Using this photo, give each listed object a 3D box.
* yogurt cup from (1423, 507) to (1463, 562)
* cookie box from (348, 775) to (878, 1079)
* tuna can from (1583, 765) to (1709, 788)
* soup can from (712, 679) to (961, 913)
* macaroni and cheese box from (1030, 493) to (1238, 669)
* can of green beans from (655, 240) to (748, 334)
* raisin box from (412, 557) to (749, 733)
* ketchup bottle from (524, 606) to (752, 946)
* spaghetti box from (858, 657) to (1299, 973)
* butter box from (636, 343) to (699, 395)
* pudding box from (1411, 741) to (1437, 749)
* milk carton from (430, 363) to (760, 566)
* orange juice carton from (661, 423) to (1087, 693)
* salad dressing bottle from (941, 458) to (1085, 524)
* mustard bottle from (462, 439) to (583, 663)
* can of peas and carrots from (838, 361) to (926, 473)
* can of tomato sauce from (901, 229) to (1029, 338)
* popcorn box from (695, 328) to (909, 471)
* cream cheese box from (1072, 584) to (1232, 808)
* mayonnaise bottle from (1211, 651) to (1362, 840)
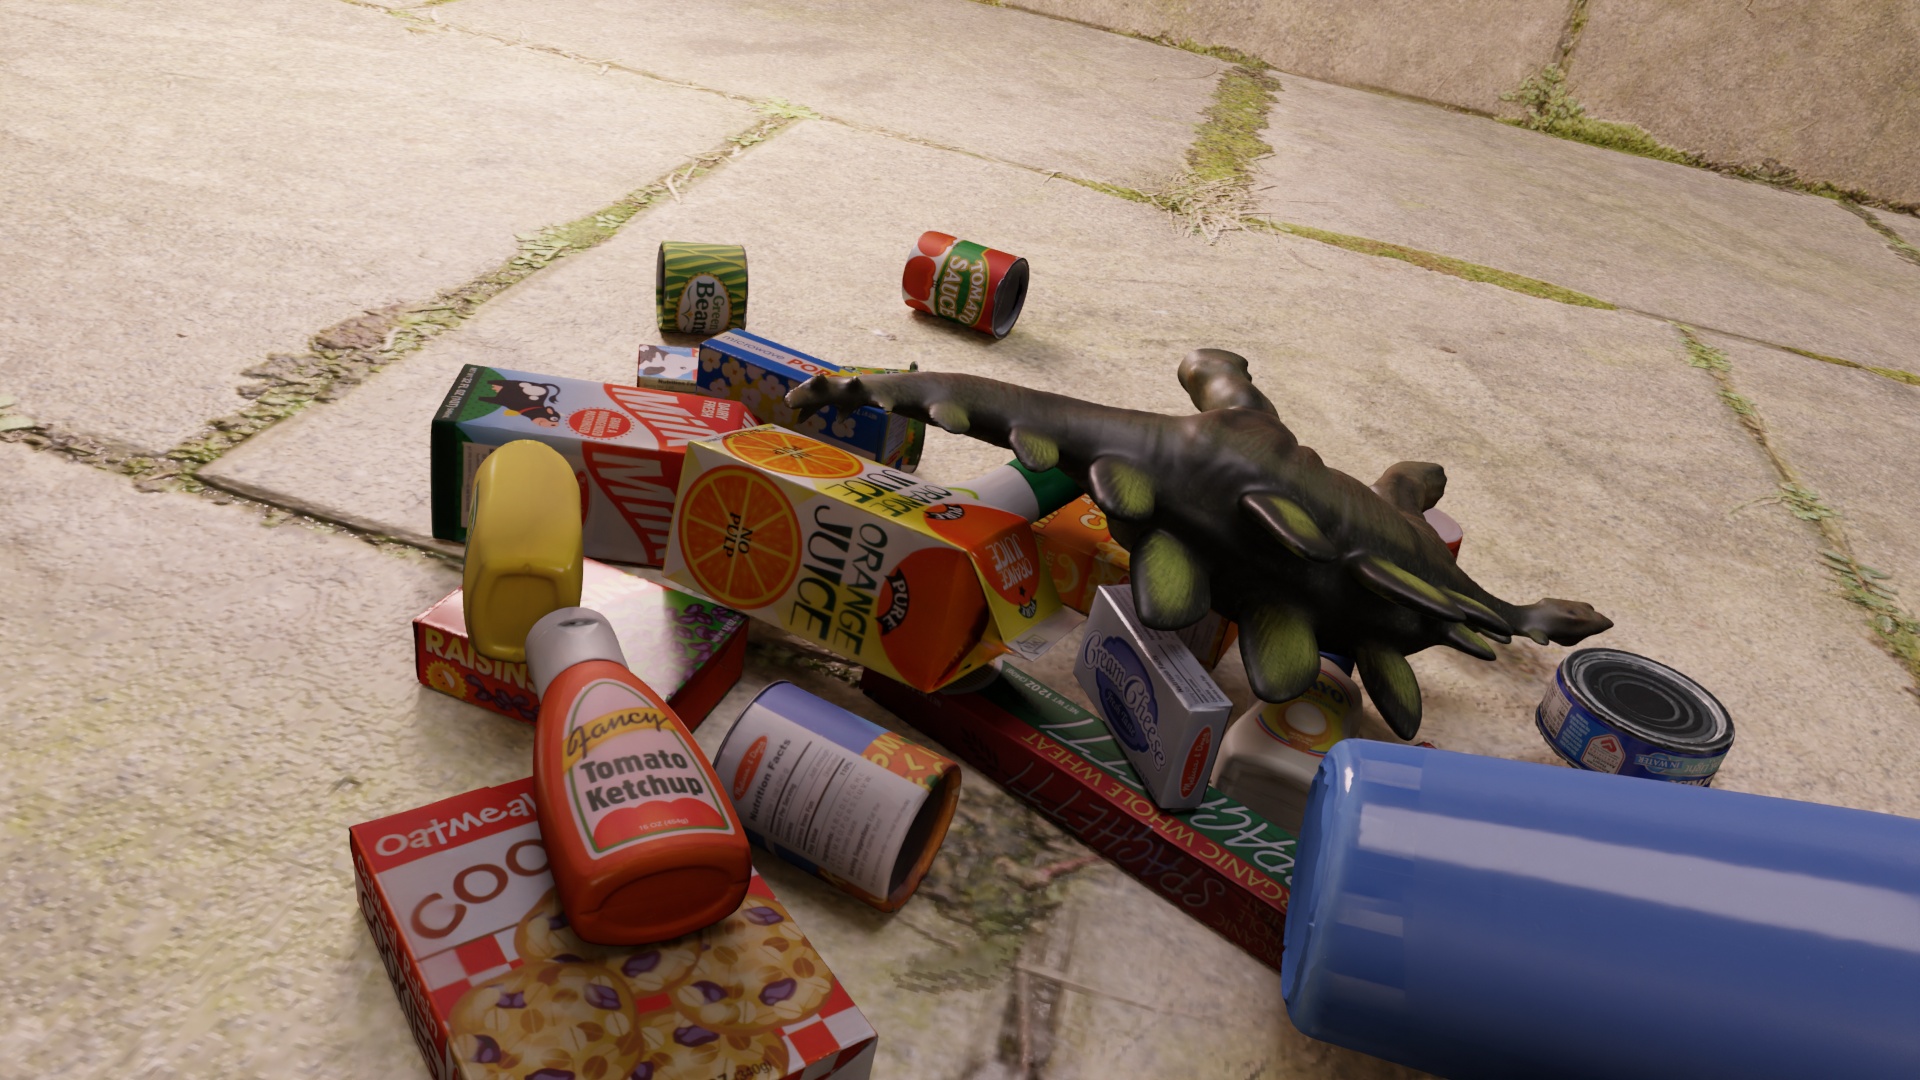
[{"bbox_3d":[0.272,0.010,0.851,0.072,0.053,0.073,9,29,-5],"label":"yogurt cup"},{"bbox_3d":[-0.126,0.147,0.489,0.123,0.040,0.168,-12,37,-35],"label":"cookie box"},{"bbox_3d":[0.334,0.134,0.683,0.071,0.032,0.071,9,30,-5],"label":"tuna can"},{"bbox_3d":[-0.050,0.104,0.567,0.084,0.071,0.072,23,32,17],"label":"soup can"},{"bbox_3d":[0.097,0.000,0.818,0.166,0.040,0.124,24,31,19],"label":"macaroni and cheese box"},{"bbox_3d":[-0.187,-0.181,1.000,0.058,0.071,0.071,0,32,-19],"label":"can of green beans"},{"bbox_3d":[-0.172,0.050,0.640,0.123,0.039,0.086,18,31,12],"label":"raisin box"},{"bbox_3d":[-0.129,0.081,0.515,0.065,0.043,0.149,-4,34,-28],"label":"ketchup bottle"},{"bbox_3d":[0.063,0.110,0.631,0.250,0.028,0.050,30,33,28],"label":"spaghetti box"},{"bbox_3d":[-0.162,-0.106,0.922,0.103,0.024,0.053,3,32,-14],"label":"butter box"},{"bbox_3d":[0.225,0.136,0.625,0.030,0.049,0.084,-11,37,-32],"label":"pudding box"},{"bbox_3d":[-0.178,-0.036,0.749,0.191,0.073,0.073,8,30,-8],"label":"milk carton"},{"bbox_3d":[-0.038,0.011,0.653,0.193,0.072,0.072,21,19,21],"label":"orange juice carton"},{"bbox_3d":[0.003,-0.009,0.748,0.148,0.043,0.064,-29,57,-21],"label":"salad dressing bottle"},{"bbox_3d":[-0.197,-0.007,0.628,0.049,0.065,0.161,5,26,-20],"label":"mustard bottle"},{"bbox_3d":[-0.057,-0.078,0.866,0.059,0.070,0.071,1,31,-17],"label":"can of peas and carrots"},{"bbox_3d":[0.003,-0.205,1.107,0.083,0.070,0.071,22,31,18],"label":"can of tomato sauce"},{"bbox_3d":[-0.095,-0.063,0.813,0.127,0.084,0.038,22,30,17],"label":"popcorn box"},{"bbox_3d":[0.085,0.067,0.628,0.024,0.053,0.104,2,28,-21],"label":"cream cheese box"},{"bbox_3d":[0.170,0.089,0.692,0.065,0.041,0.149,20,30,13],"label":"mayonnaise bottle"}]
